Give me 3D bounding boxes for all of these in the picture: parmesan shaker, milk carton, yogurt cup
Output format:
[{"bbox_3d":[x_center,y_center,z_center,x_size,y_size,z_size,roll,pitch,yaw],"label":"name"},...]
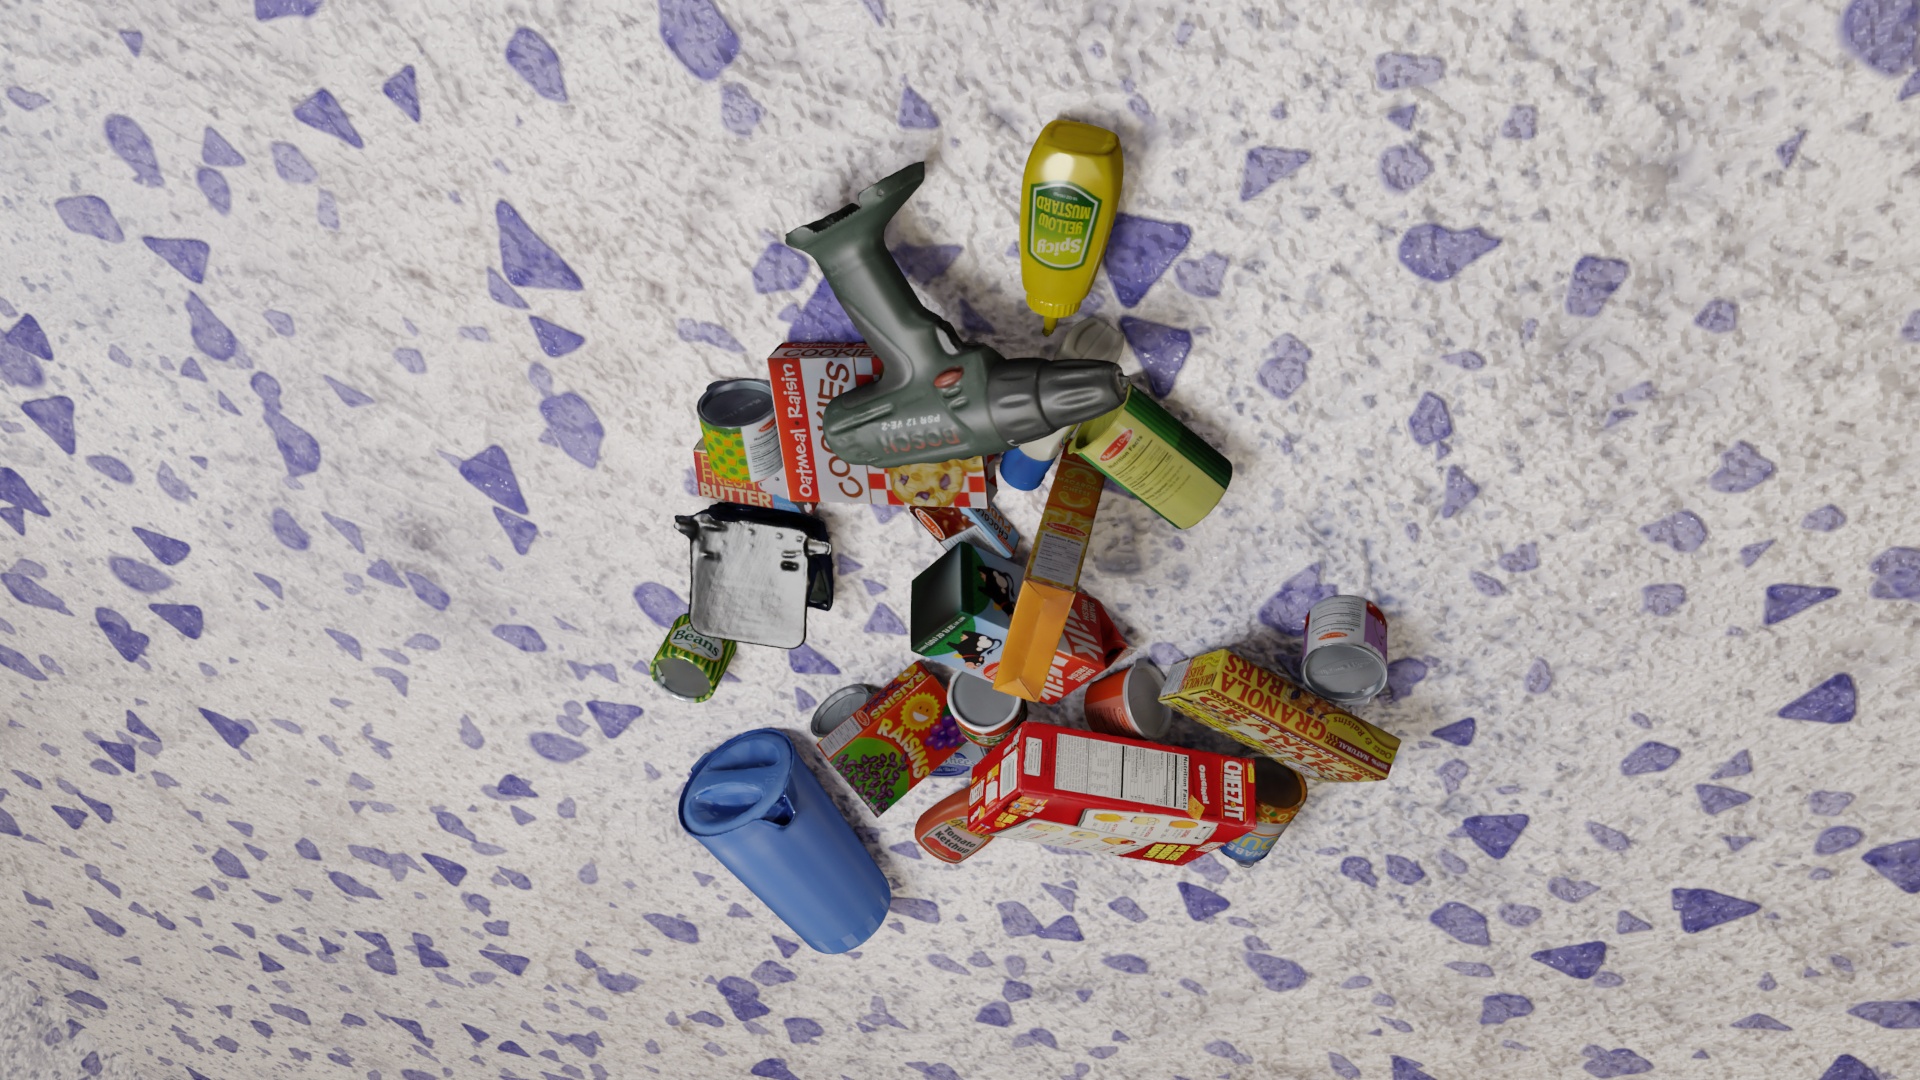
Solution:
[{"bbox_3d":[0.142,-0.061,1.036,0.103,0.072,0.071,36,131,-15],"label":"parmesan shaker"},{"bbox_3d":[0.055,0.077,1.161,0.190,0.074,0.072,24,135,-29],"label":"milk carton"},{"bbox_3d":[0.145,0.145,1.216,0.054,0.073,0.072,-19,122,40],"label":"yogurt cup"}]

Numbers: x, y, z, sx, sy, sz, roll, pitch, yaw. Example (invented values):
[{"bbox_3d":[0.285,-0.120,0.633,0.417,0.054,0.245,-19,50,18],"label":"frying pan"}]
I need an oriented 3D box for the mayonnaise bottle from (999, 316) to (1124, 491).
[{"bbox_3d":[0.071,-0.096,1.034,0.041,0.065,0.147,33,137,5],"label":"mayonnaise bottle"}]

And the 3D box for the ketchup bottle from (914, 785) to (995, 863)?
[{"bbox_3d":[0.019,0.269,1.379,0.064,0.044,0.148,35,131,-15],"label":"ketchup bottle"}]

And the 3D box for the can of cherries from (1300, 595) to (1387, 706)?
[{"bbox_3d":[0.309,0.089,1.117,0.071,0.059,0.071,8,131,10],"label":"can of cherries"}]

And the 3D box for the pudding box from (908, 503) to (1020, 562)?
[{"bbox_3d":[0.004,-0.014,1.146,0.049,0.030,0.083,-26,118,35],"label":"pudding box"}]

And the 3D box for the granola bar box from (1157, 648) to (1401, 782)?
[{"bbox_3d":[0.262,0.150,1.159,0.165,0.039,0.124,27,165,-6],"label":"granola bar box"}]

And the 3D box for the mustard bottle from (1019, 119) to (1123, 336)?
[{"bbox_3d":[0.071,-0.203,0.948,0.065,0.049,0.159,14,132,10],"label":"mustard bottle"}]

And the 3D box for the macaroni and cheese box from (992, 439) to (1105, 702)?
[{"bbox_3d":[0.071,0.021,1.062,0.040,0.167,0.123,17,133,3],"label":"macaroni and cheese box"}]

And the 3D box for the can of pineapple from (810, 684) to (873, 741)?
[{"bbox_3d":[-0.099,0.181,1.324,0.071,0.071,0.057,-17,123,30],"label":"can of pineapple"}]

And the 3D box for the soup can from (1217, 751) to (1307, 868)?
[{"bbox_3d":[0.267,0.243,1.255,0.071,0.072,0.083,20,133,0],"label":"soup can"}]

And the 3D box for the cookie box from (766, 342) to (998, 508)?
[{"bbox_3d":[-0.060,-0.090,1.079,0.167,0.040,0.122,2,116,16],"label":"cookie box"}]

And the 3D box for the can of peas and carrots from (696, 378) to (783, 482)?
[{"bbox_3d":[-0.176,-0.089,1.118,0.071,0.071,0.058,7,132,13],"label":"can of peas and carrots"}]

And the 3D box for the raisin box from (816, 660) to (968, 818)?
[{"bbox_3d":[-0.057,0.183,1.284,0.123,0.040,0.086,-39,117,-7],"label":"raisin box"}]

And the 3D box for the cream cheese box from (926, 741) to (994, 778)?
[{"bbox_3d":[-0.019,0.206,1.349,0.104,0.024,0.053,-4,128,21],"label":"cream cheese box"}]

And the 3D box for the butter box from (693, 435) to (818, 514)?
[{"bbox_3d":[-0.172,-0.056,1.172,0.103,0.024,0.052,9,131,10],"label":"butter box"}]

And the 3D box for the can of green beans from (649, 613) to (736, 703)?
[{"bbox_3d":[-0.254,0.112,1.321,0.071,0.058,0.071,9,132,10],"label":"can of green beans"}]

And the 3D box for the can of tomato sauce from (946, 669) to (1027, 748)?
[{"bbox_3d":[0.025,0.146,1.229,0.071,0.071,0.083,11,163,9],"label":"can of tomato sauce"}]
